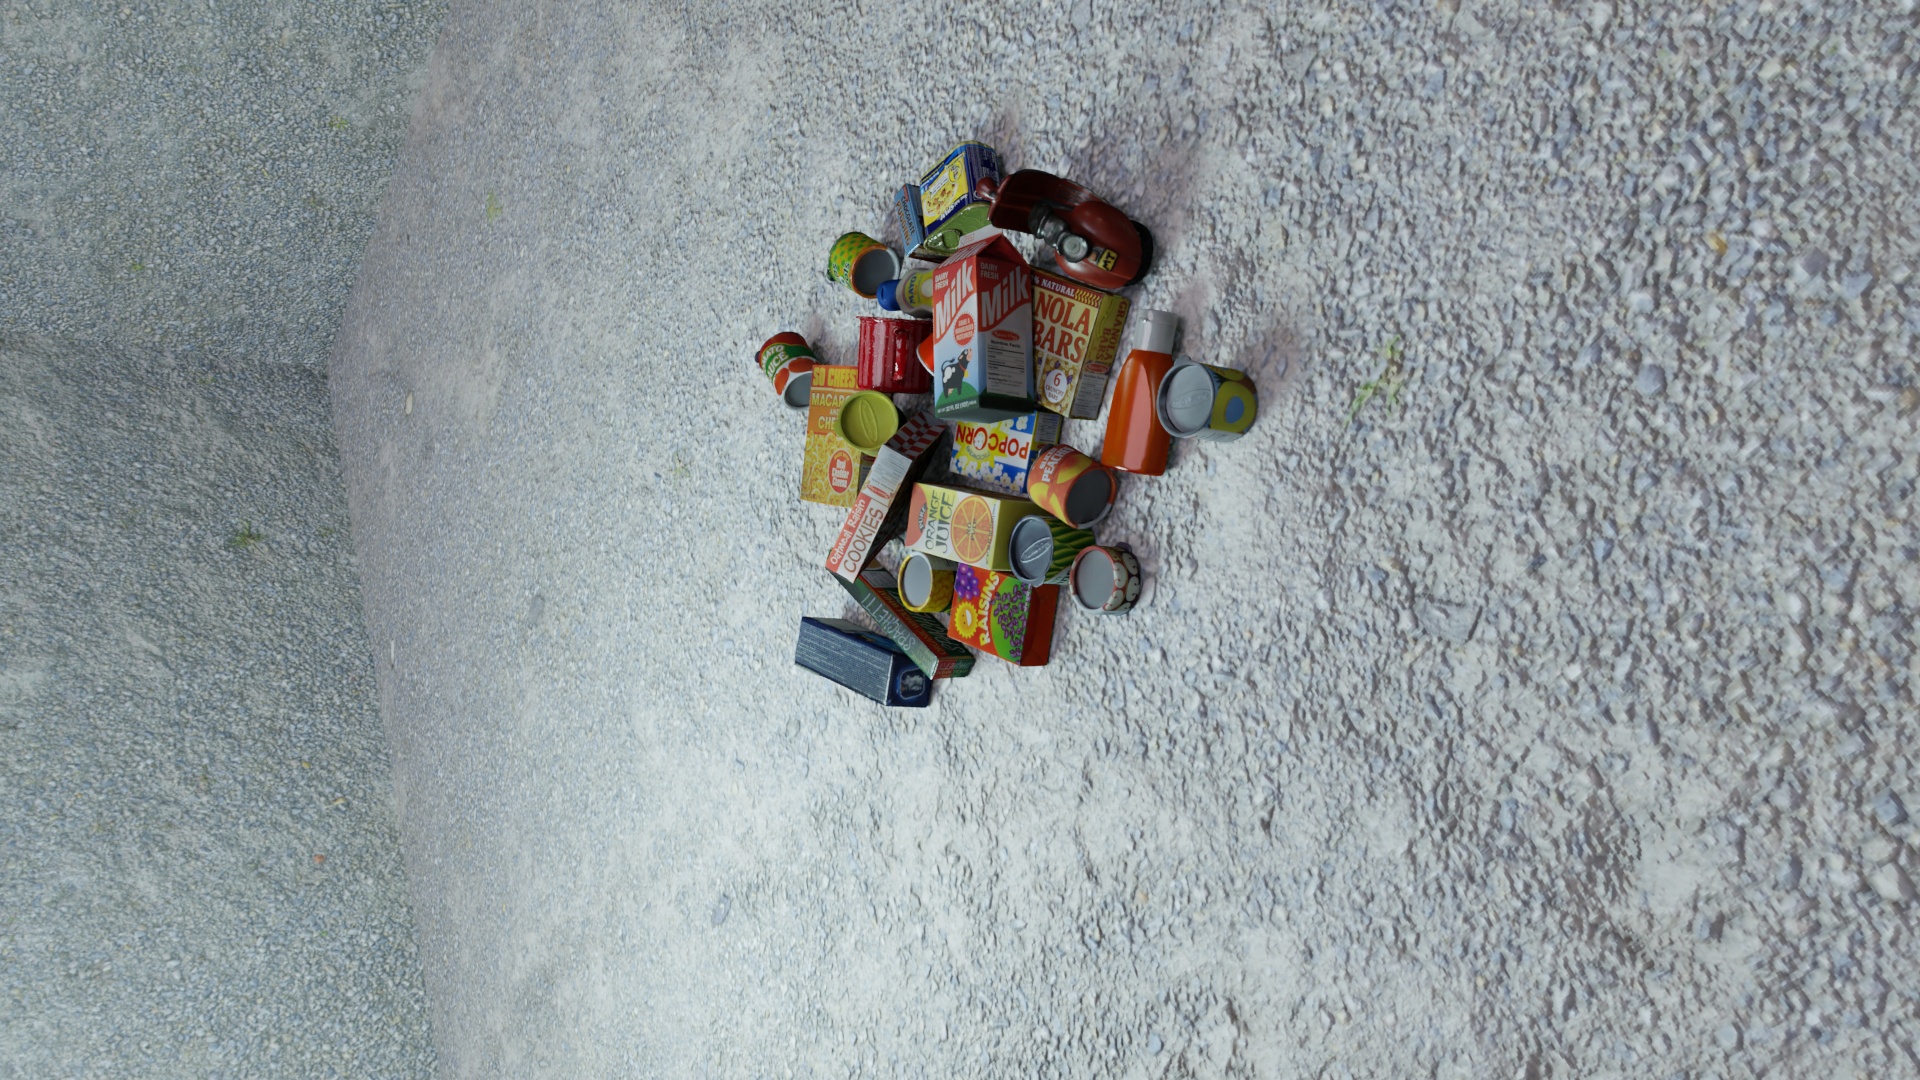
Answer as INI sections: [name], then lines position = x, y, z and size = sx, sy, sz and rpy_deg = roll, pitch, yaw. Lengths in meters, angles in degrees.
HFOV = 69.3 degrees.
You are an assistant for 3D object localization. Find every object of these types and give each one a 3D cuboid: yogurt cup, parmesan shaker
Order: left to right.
[parmesan shaker]
position = -0.099, -0.128, 1.544
size = 0.103, 0.071, 0.071
rpy_deg = 11, -97, -86
[yogurt cup]
position = -0.005, -0.204, 1.481
size = 0.053, 0.072, 0.072
rpy_deg = -48, 51, 28

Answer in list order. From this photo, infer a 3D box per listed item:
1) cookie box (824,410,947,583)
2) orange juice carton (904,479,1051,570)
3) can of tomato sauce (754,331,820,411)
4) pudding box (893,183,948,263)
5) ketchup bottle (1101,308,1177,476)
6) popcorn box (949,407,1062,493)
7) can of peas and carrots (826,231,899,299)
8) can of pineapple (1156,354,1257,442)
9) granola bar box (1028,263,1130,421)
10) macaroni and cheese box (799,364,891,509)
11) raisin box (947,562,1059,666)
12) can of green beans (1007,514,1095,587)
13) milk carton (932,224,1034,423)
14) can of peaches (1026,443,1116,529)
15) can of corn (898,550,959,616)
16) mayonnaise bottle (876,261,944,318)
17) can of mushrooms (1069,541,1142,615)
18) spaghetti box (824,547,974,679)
[cookie box]
position = -0.082, -0.049, 1.522
size = 0.040, 0.123, 0.166
rpy_deg = 30, 118, 4
[orange juice carton]
position = 0.005, -0.018, 1.443
size = 0.193, 0.073, 0.071
rpy_deg = 14, 98, 52
[can of tomato sauce]
position = -0.209, -0.211, 1.735
size = 0.083, 0.071, 0.071
rpy_deg = 56, 129, 37
[pudding box]
position = -0.041, -0.354, 1.550
size = 0.030, 0.050, 0.084
rpy_deg = -35, 60, 47
[ketchup bottle]
position = 0.168, -0.135, 1.269
size = 0.065, 0.043, 0.148
rpy_deg = 16, 99, 50
[popcorn box]
position = 0.045, -0.099, 1.426
size = 0.127, 0.038, 0.085
rpy_deg = 20, 103, 51
[can of peas and carrots]
position = -0.115, -0.321, 1.626
size = 0.059, 0.071, 0.070
rpy_deg = 38, 116, 46
[can of pineapple]
position = 0.213, -0.121, 1.199
size = 0.071, 0.058, 0.071
rpy_deg = -6, 82, 51
[granola bar box]
position = 0.086, -0.202, 1.384
size = 0.166, 0.039, 0.124
rpy_deg = 32, 111, 48
[macaroni and cheese box]
position = -0.137, -0.124, 1.659
size = 0.123, 0.040, 0.166
rpy_deg = 11, 96, 51
[raisin box]
position = 0.042, 0.073, 1.415
size = 0.123, 0.040, 0.086
rpy_deg = 18, 102, 52
[can of green beans]
position = 0.089, 0.010, 1.345
size = 0.071, 0.058, 0.071
rpy_deg = -6, 82, 51
[milk carton]
position = 0.022, -0.216, 1.373
size = 0.072, 0.073, 0.190
rpy_deg = -7, 82, 51
[can of peaches]
position = 0.106, -0.053, 1.320
size = 0.058, 0.071, 0.071
rpy_deg = 36, 115, 46
[can of corn]
position = -0.026, 0.047, 1.488
size = 0.071, 0.058, 0.071
rpy_deg = -7, 81, 52
[mayonnaise bottle]
position = -0.037, -0.276, 1.545
size = 0.148, 0.041, 0.064
rpy_deg = 8, 93, 51
[can of mushrooms]
position = 0.136, 0.035, 1.304
size = 0.071, 0.033, 0.071
rpy_deg = -6, 82, 52
[spaghetti box]
position = -0.072, 0.078, 1.551
size = 0.251, 0.050, 0.028
rpy_deg = 42, 121, 45
